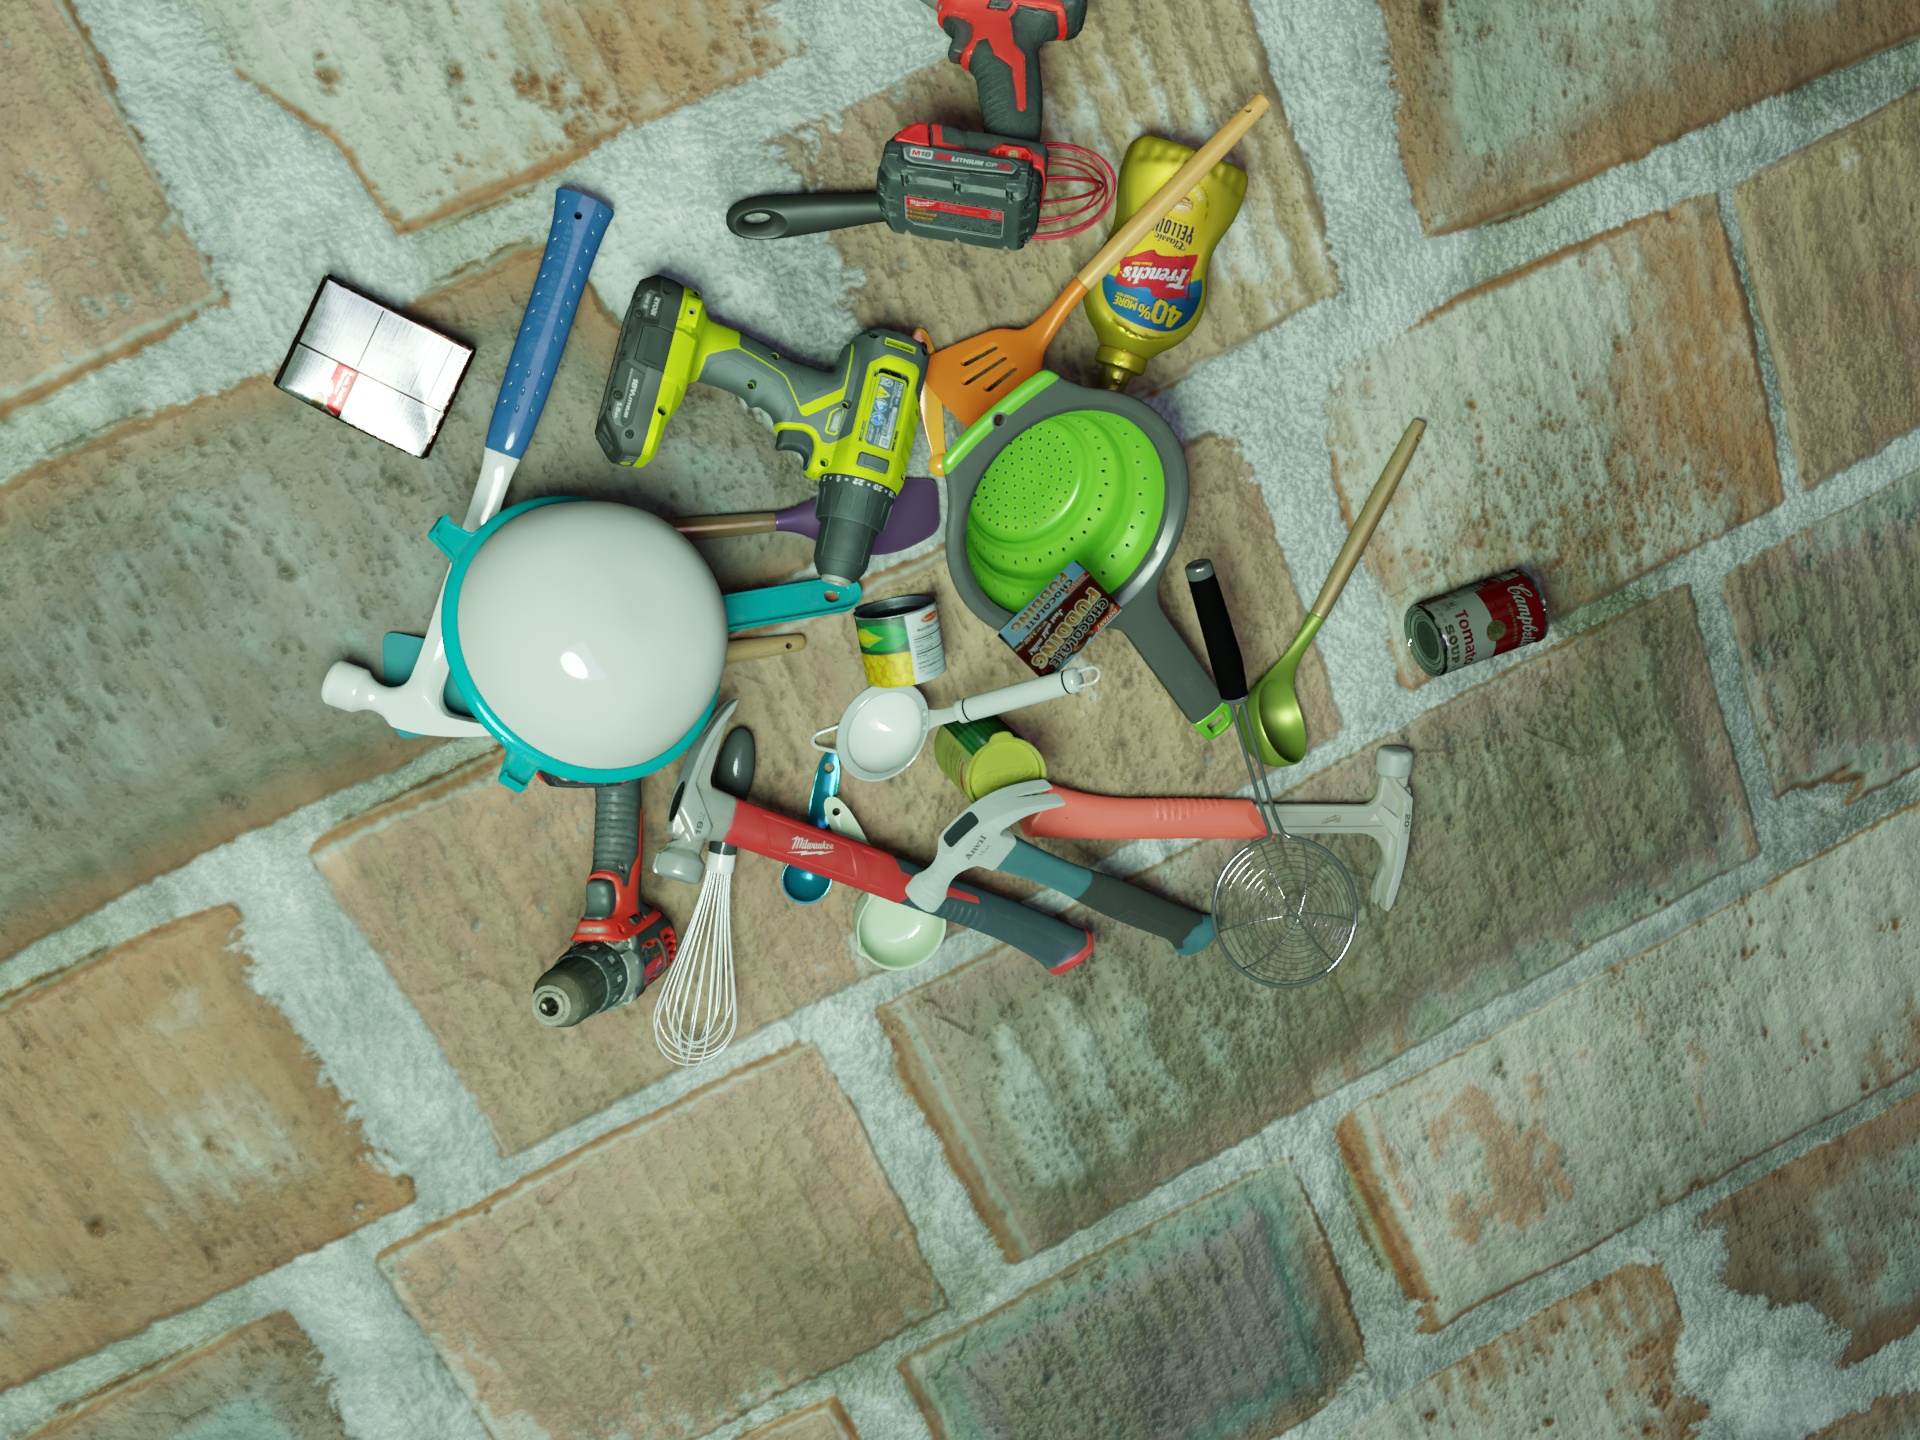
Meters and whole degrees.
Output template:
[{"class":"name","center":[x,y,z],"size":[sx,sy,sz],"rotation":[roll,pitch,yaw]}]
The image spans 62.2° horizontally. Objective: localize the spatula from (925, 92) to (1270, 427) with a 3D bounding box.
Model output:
[{"class":"spatula","center":[0.107,-0.350,1.198],"size":[0.322,0.041,0.081],"rotation":[-44,67,14]}]

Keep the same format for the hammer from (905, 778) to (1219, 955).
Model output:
[{"class":"hammer","center":[0.105,0.138,1.306],"size":[0.330,0.033,0.128],"rotation":[26,106,-42]}]

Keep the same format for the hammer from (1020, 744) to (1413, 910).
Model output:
[{"class":"hammer","center":[0.227,0.095,1.389],"size":[0.359,0.037,0.149],"rotation":[1,104,-15]}]

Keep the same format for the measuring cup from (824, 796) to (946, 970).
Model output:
[{"class":"measuring cup","center":[-0.073,0.129,1.319],"size":[0.083,0.038,0.167],"rotation":[-30,107,-6]}]

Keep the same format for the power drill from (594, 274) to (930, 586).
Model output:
[{"class":"power drill","center":[-0.146,-0.215,1.174],"size":[0.228,0.080,0.190],"rotation":[15,84,-18]}]

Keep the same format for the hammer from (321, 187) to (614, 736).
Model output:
[{"class":"hammer","center":[-0.329,-0.181,1.152],"size":[0.144,0.035,0.405],"rotation":[19,94,-7]}]

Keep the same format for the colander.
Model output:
[{"class":"colander","center":[0.110,-0.124,1.285],"size":[0.204,0.095,0.396],"rotation":[-40,128,1]}]

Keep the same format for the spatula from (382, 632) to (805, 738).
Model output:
[{"class":"spatula","center":[-0.277,-0.043,1.229],"size":[0.317,0.044,0.082],"rotation":[-8,105,-17]}]

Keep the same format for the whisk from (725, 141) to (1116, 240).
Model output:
[{"class":"whisk","center":[-0.027,-0.388,1.189],"size":[0.296,0.073,0.073],"rotation":[-8,106,-7]}]

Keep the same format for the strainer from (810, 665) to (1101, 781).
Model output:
[{"class":"strainer","center":[-0.002,-0.004,1.242],"size":[0.050,0.258,0.087],"rotation":[31,52,-48]}]

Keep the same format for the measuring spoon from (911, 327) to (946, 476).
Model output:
[{"class":"measuring spoon","center":[-0.023,-0.249,1.248],"size":[0.021,0.011,0.117],"rotation":[-13,107,-11]}]

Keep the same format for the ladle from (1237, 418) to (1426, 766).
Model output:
[{"class":"ladle","center":[0.326,-0.108,1.354],"size":[0.078,0.062,0.320],"rotation":[25,94,-43]}]

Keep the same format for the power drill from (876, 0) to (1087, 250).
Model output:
[{"class":"power drill","center":[0.009,-0.459,1.137],"size":[0.143,0.078,0.220],"rotation":[10,77,2]}]

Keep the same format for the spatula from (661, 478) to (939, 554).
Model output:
[{"class":"spatula","center":[-0.169,-0.150,1.231],"size":[0.316,0.018,0.059],"rotation":[-6,106,-14]}]

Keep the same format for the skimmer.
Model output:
[{"class":"skimmer","center":[0.233,0.048,1.296],"size":[0.127,0.090,0.363],"rotation":[-7,117,28]}]

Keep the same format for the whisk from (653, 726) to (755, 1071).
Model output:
[{"class":"whisk","center":[-0.199,0.144,1.283],"size":[0.070,0.070,0.284],"rotation":[8,96,-17]}]

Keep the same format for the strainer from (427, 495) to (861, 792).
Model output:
[{"class":"strainer","center":[-0.190,-0.080,1.133],"size":[0.340,0.095,0.211],"rotation":[-14,84,-39]}]

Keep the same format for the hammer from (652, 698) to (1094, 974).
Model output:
[{"class":"hammer","center":[-0.049,0.112,1.279],"size":[0.386,0.038,0.143],"rotation":[23,76,-26]}]

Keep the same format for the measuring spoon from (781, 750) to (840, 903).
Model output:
[{"class":"measuring spoon","center":[-0.119,0.086,1.310],"size":[0.042,0.021,0.128],"rotation":[11,92,-17]}]

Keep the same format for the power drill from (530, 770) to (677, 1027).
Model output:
[{"class":"power drill","center":[-0.270,0.107,1.175],"size":[0.080,0.188,0.226],"rotation":[-1,97,10]}]
